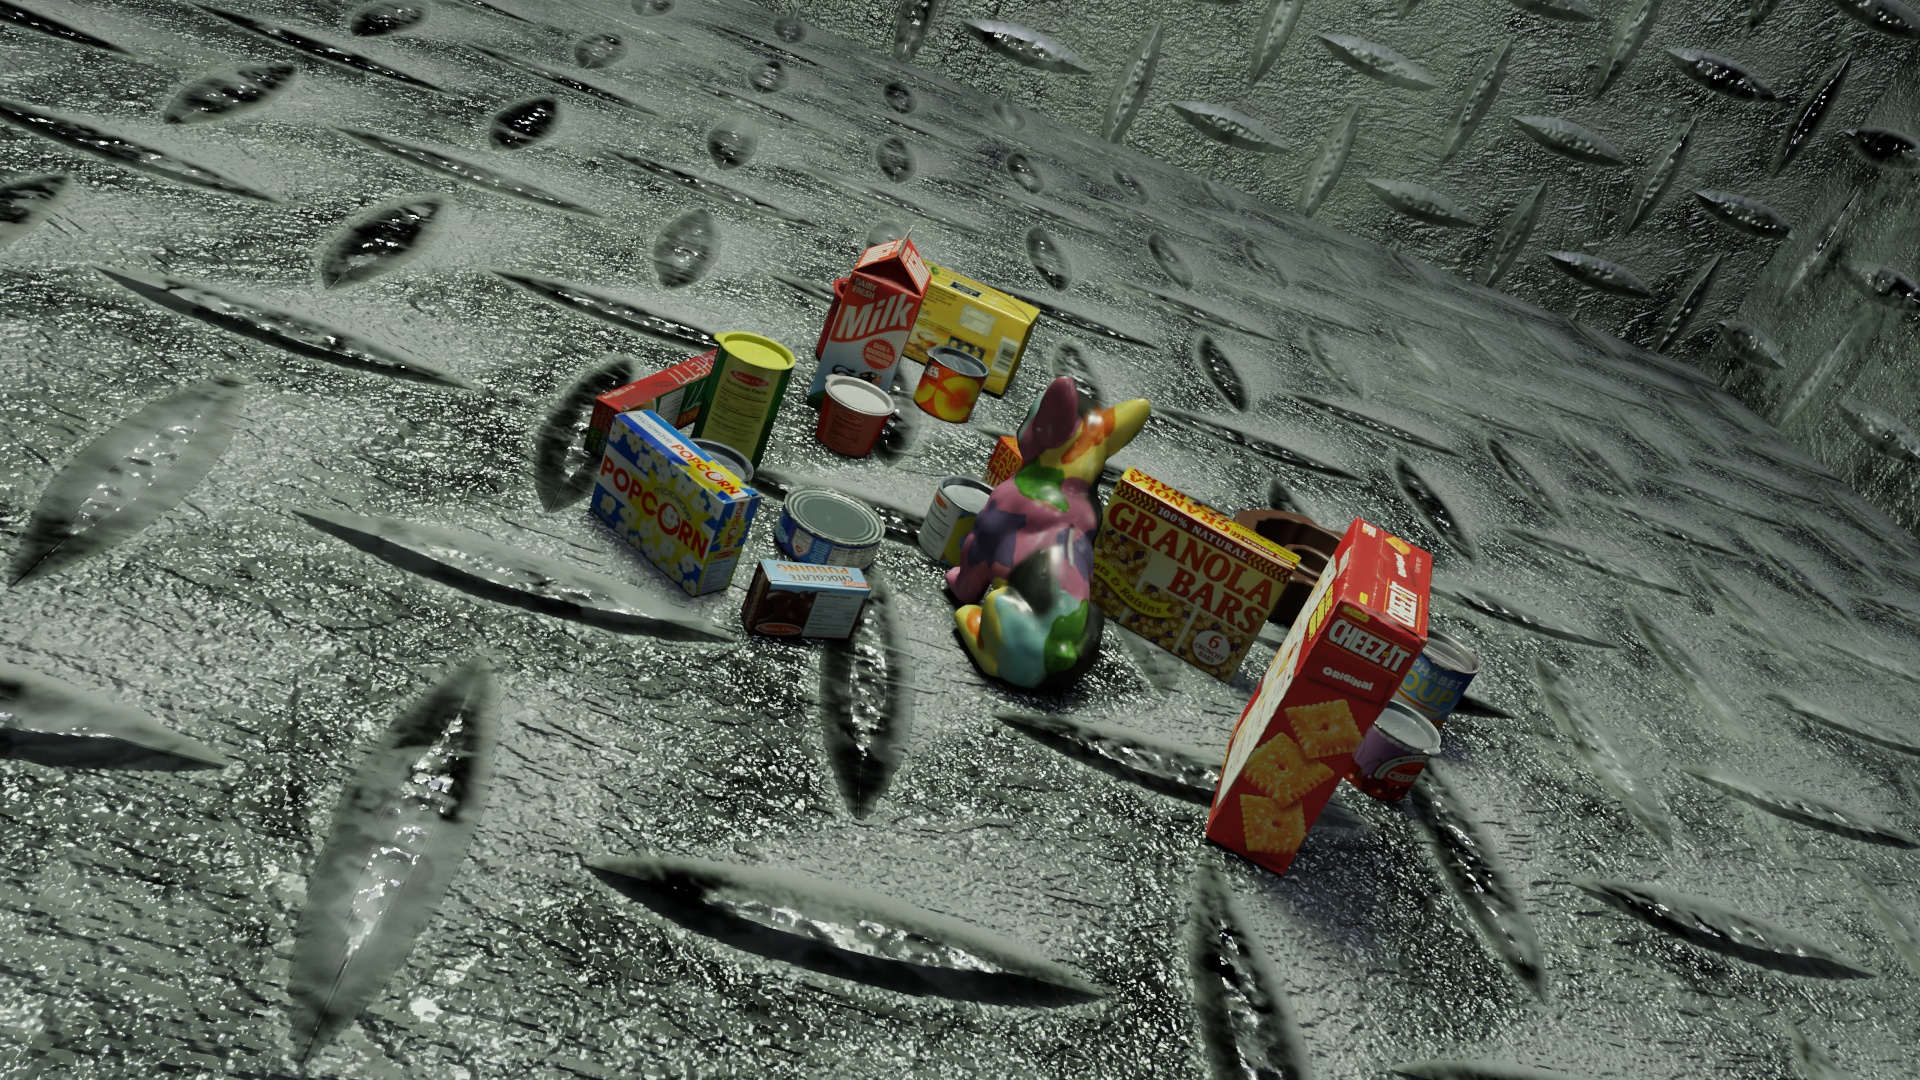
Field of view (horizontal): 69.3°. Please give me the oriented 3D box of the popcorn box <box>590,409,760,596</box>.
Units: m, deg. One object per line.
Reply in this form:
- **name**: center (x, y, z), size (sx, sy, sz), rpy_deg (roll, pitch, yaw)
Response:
- **popcorn box**: center (-0.214, -0.029, 1.030), size (0.127, 0.084, 0.038), rpy_deg (36, 29, 24)

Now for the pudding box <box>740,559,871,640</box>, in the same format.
- **pudding box**: center (-0.113, 0.044, 1.016), size (0.084, 0.049, 0.030), rpy_deg (6, 31, -31)

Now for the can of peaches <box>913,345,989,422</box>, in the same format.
- **can of peaches**: center (-0.012, -0.166, 1.469), size (0.071, 0.057, 0.071), rpy_deg (19, 27, -10)

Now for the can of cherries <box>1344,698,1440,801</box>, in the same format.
- **can of cherries**: center (0.350, 0.172, 1.137), size (0.071, 0.058, 0.072), rpy_deg (19, 27, -10)

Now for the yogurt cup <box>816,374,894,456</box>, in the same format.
- **yogurt cup**: center (-0.102, -0.115, 1.311), size (0.072, 0.053, 0.073), rpy_deg (19, 27, -10)

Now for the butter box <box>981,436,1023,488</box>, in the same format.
- **butter box**: center (0.064, -0.052, 1.327), size (0.024, 0.053, 0.104), rpy_deg (-2, 36, -41)

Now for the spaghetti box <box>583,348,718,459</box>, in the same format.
- **spaghetti box**: center (-0.245, -0.129, 1.227), size (0.029, 0.050, 0.251), rpy_deg (28, 27, 10)

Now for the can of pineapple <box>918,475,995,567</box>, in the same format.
- **can of pineapple**: center (0.004, -0.015, 1.207), size (0.071, 0.057, 0.071), rpy_deg (19, 27, -10)

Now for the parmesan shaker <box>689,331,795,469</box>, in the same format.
- **parmesan shaker**: center (-0.191, -0.120, 1.195), size (0.071, 0.102, 0.071), rpy_deg (19, 27, -10)

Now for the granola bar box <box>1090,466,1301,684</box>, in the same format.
- **granola bar box**: center (0.189, 0.030, 1.198), size (0.166, 0.123, 0.039), rpy_deg (29, 27, 11)

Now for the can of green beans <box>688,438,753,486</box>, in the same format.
- **can of green beans**: center (-0.202, -0.039, 1.088), size (0.071, 0.057, 0.071), rpy_deg (19, 27, -10)

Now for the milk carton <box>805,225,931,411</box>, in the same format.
- **milk carton**: center (-0.083, -0.212, 1.352), size (0.073, 0.189, 0.073), rpy_deg (21, 26, -4)

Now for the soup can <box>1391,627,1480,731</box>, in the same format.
- **soup can**: center (0.409, 0.130, 1.234), size (0.071, 0.083, 0.072), rpy_deg (19, 27, -10)
